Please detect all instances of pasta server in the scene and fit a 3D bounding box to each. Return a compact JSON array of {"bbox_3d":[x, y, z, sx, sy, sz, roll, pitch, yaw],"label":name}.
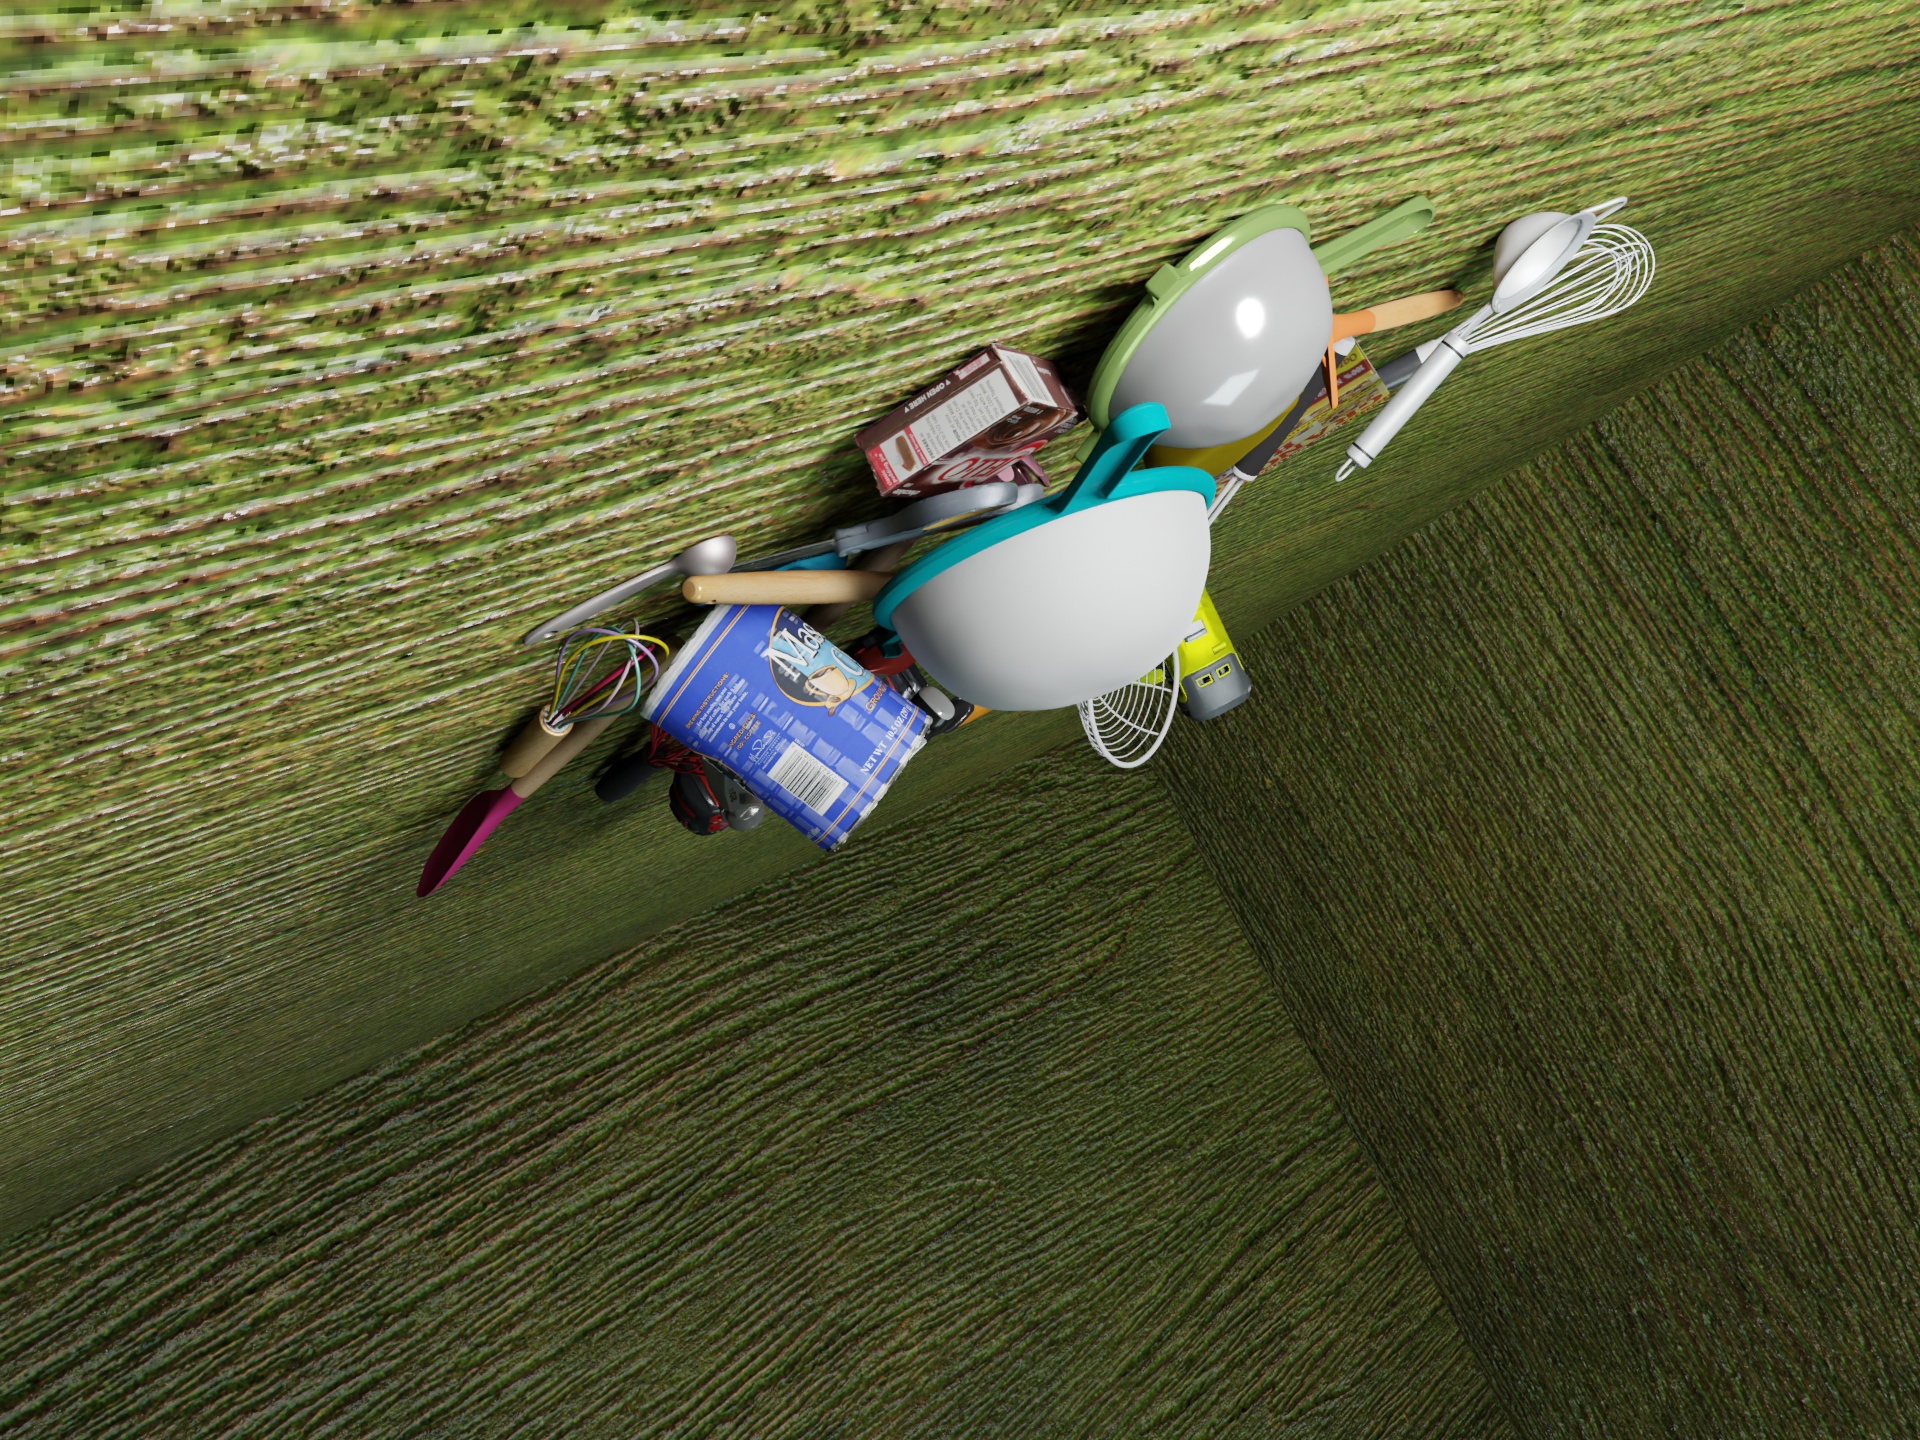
[{"bbox_3d":[-0.042,-0.102,1.019,0.060,0.040,0.316,-13,168,-32],"label":"pasta server"}]

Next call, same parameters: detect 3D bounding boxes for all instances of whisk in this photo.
[{"bbox_3d":[-0.233,-0.006,0.959,0.047,0.051,0.245,-31,180,-36],"label":"whisk"},{"bbox_3d":[-0.220,0.021,1.185,0.073,0.073,0.296,-24,179,-33],"label":"whisk"},{"bbox_3d":[0.400,-0.300,1.249,0.284,0.070,0.070,-25,175,21],"label":"whisk"}]

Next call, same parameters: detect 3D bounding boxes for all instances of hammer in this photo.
[{"bbox_3d":[-0.002,-0.004,1.294,0.127,0.034,0.337,-47,174,23],"label":"hammer"},{"bbox_3d":[-0.031,-0.062,1.114,0.359,0.037,0.149,-38,159,-22],"label":"hammer"}]

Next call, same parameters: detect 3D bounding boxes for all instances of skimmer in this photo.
[{"bbox_3d":[0.195,-0.119,1.178,0.127,0.090,0.363,-14,146,-49],"label":"skimmer"}]

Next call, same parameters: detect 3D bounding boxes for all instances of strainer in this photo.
[{"bbox_3d":[0.345,-0.266,1.095,0.258,0.050,0.086,-50,159,16],"label":"strainer"},{"bbox_3d":[0.070,-0.070,0.854,0.211,0.095,0.340,-19,173,-10],"label":"strainer"},{"bbox_3d":[0.182,-0.212,0.846,0.256,0.069,0.151,-32,163,-25],"label":"strainer"}]

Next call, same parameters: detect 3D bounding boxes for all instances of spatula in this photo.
[{"bbox_3d":[0.286,-0.267,1.054,0.041,0.081,0.322,2,-162,35],"label":"spatula"}]

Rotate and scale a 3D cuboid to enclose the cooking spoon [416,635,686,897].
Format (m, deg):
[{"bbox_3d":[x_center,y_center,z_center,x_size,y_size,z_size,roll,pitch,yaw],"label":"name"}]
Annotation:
[{"bbox_3d":[-0.282,0.034,1.070,0.319,0.017,0.069,-37,-147,32],"label":"cooking spoon"}]

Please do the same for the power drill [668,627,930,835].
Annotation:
[{"bbox_3d":[-0.143,0.024,1.336,0.226,0.080,0.188,-31,175,-16],"label":"power drill"}]

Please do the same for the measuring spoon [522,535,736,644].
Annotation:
[{"bbox_3d":[-0.173,-0.064,0.844,0.124,0.018,0.034,-27,174,-5],"label":"measuring spoon"}]

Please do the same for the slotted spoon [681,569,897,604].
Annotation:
[{"bbox_3d":[-0.052,-0.080,0.932,0.070,0.031,0.313,-22,173,32],"label":"slotted spoon"}]

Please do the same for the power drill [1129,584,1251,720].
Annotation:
[{"bbox_3d":[0.164,-0.102,1.394,0.080,0.190,0.228,-28,-172,-5],"label":"power drill"}]

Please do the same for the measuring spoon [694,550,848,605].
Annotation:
[{"bbox_3d":[-0.107,-0.076,0.907,0.042,0.021,0.128,-4,-164,34],"label":"measuring spoon"}]
